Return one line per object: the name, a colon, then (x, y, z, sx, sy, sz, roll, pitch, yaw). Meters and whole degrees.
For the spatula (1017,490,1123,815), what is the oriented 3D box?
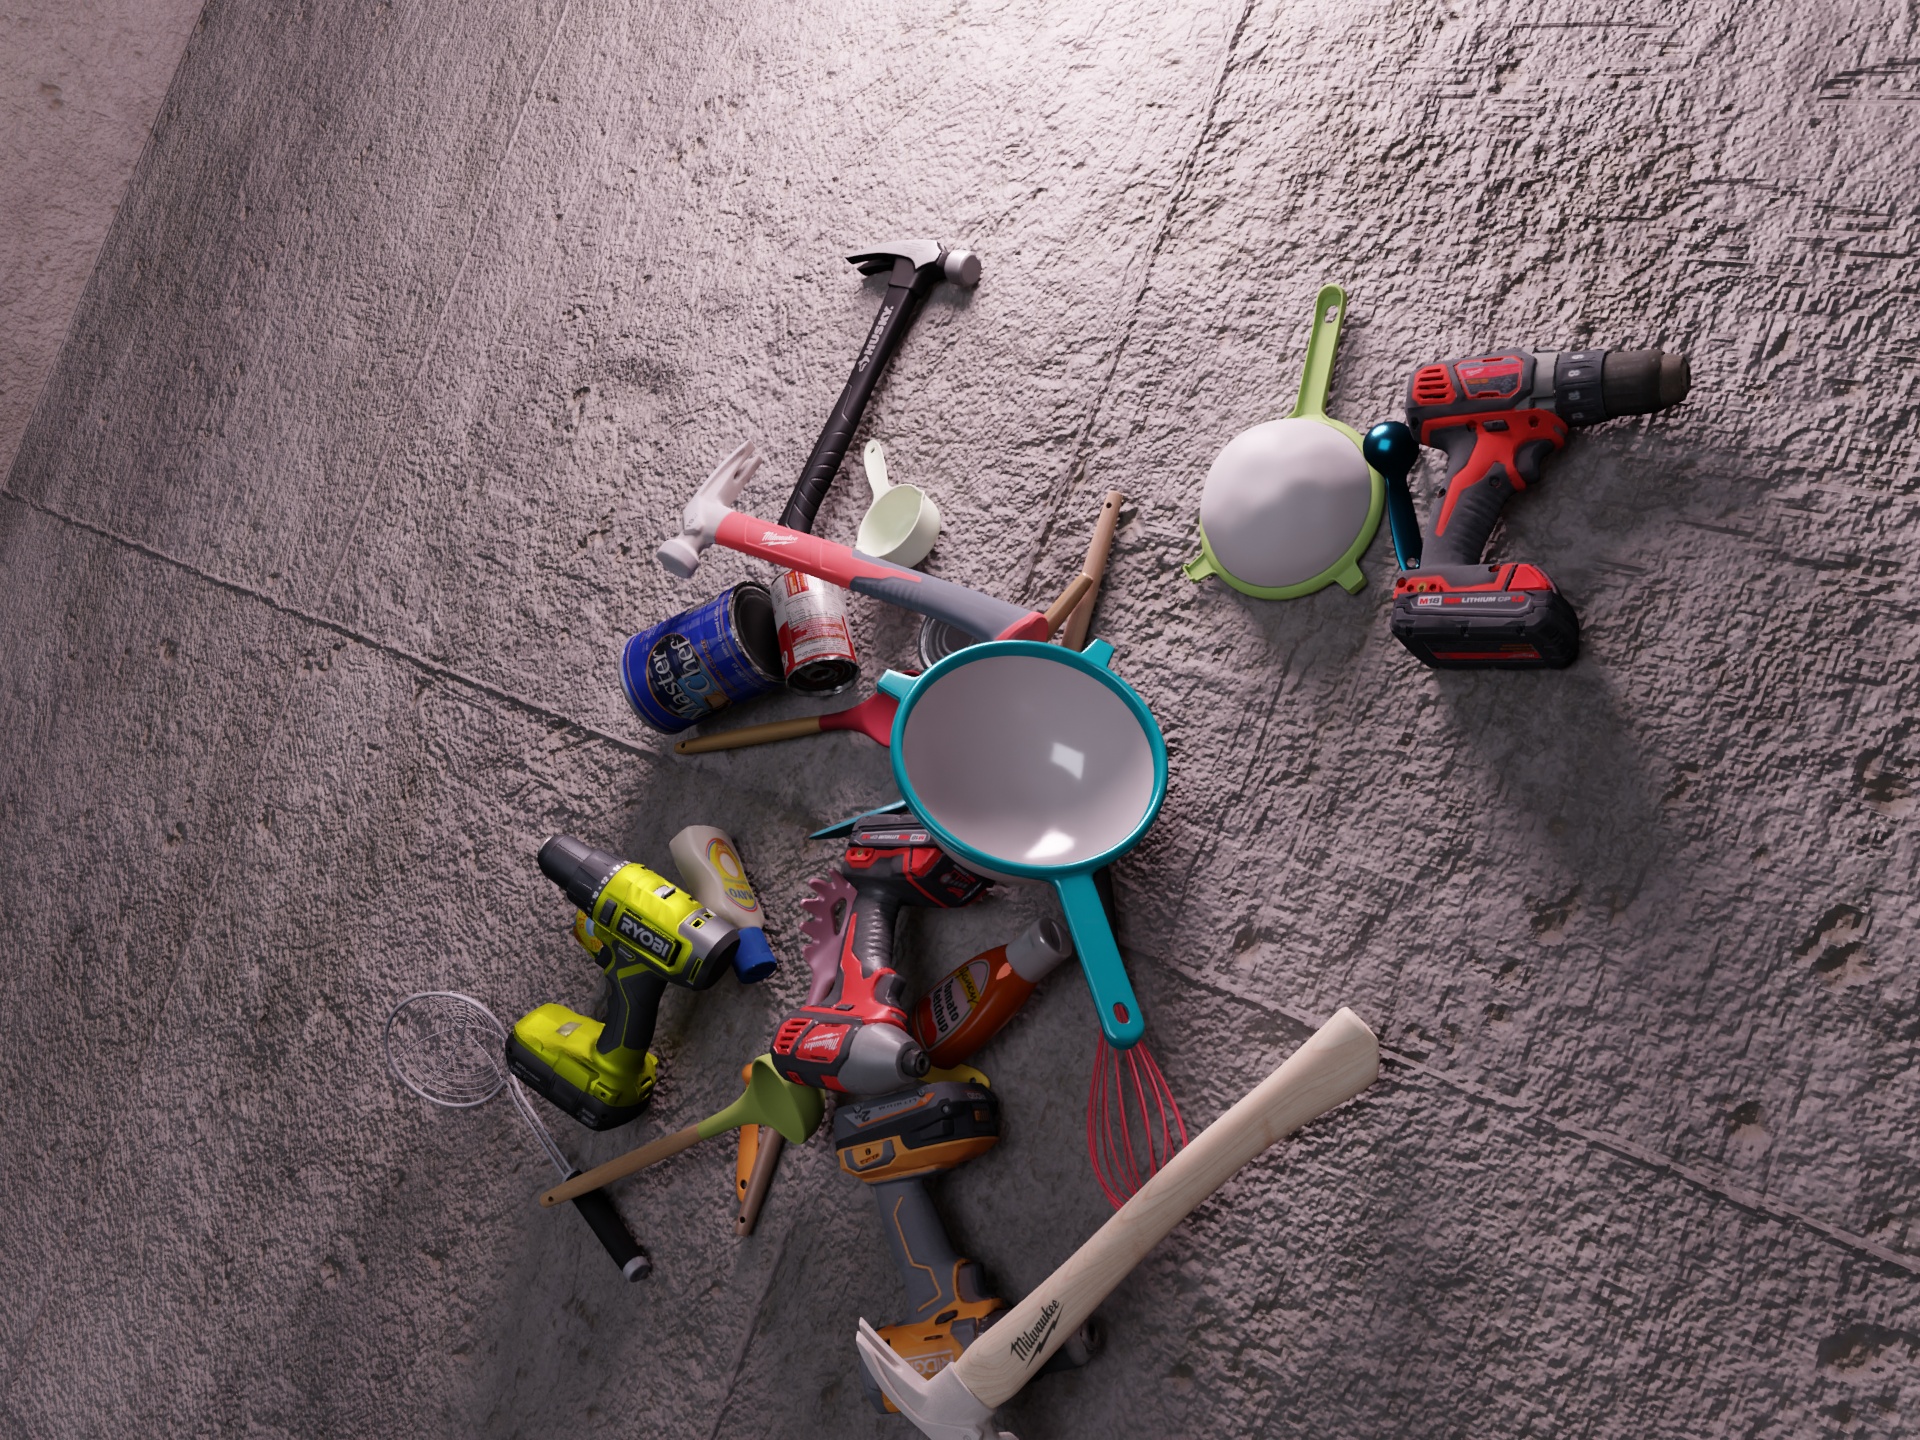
spatula: (0.086, -0.038, 1.303, 0.060, 0.018, 0.316, 13, 83, 26)

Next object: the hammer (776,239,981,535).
hammer: (-0.106, -0.302, 1.502, 0.146, 0.035, 0.335, 21, 84, 37)

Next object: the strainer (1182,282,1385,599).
strainer: (0.252, -0.223, 1.215, 0.151, 0.069, 0.256, 8, 81, 36)

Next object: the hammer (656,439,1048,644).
hammer: (-0.084, -0.141, 1.367, 0.386, 0.038, 0.143, 21, 68, 31)

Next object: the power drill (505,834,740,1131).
power drill: (-0.313, 0.225, 1.391, 0.190, 0.080, 0.228, 31, 113, 12)

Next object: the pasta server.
pasta server: (-0.140, 0.281, 1.344, 0.060, 0.040, 0.316, 16, 85, 27)

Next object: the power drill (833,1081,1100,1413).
power drill: (0.001, 0.388, 1.187, 0.185, 0.084, 0.226, -20, 68, 25)

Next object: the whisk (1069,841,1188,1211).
whisk: (0.116, 0.223, 1.176, 0.073, 0.073, 0.296, -25, 55, 26)

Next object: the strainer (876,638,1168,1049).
strainer: (0.064, 0.100, 1.190, 0.211, 0.095, 0.341, -9, 59, -15)

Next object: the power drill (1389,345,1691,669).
power drill: (0.393, -0.154, 1.093, 0.188, 0.080, 0.227, 1, 73, 35)

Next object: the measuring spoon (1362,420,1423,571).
measuring spoon: (0.325, -0.164, 1.167, 0.042, 0.021, 0.129, -5, 73, -1)

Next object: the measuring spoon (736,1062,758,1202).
measuring spoon: (-0.184, 0.353, 1.367, 0.021, 0.011, 0.117, -9, 70, 32)

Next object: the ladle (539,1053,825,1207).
ladle: (-0.244, 0.360, 1.340, 0.320, 0.062, 0.078, -28, 87, 23)

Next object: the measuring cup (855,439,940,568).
measuring cup: (-0.060, -0.200, 1.454, 0.083, 0.038, 0.168, -37, 41, 20)

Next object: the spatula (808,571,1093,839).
spatula: (-0.002, -0.004, 1.323, 0.044, 0.082, 0.317, 43, 101, 17)

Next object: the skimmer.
skimmer: (-0.413, 0.387, 1.465, 0.364, 0.090, 0.127, 40, 115, 35)

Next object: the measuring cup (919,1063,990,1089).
measuring cup: (-0.047, 0.277, 1.285, 0.156, 0.029, 0.062, 6, 79, 35)

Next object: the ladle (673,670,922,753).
ladle: (-0.145, 0.007, 1.445, 0.315, 0.031, 0.069, -9, 67, 34)

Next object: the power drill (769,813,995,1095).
power drill: (-0.055, 0.187, 1.248, 0.143, 0.078, 0.220, -3, 57, 41)

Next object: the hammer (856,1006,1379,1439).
hammer: (0.115, 0.337, 1.076, 0.410, 0.038, 0.146, -44, 95, 5)
